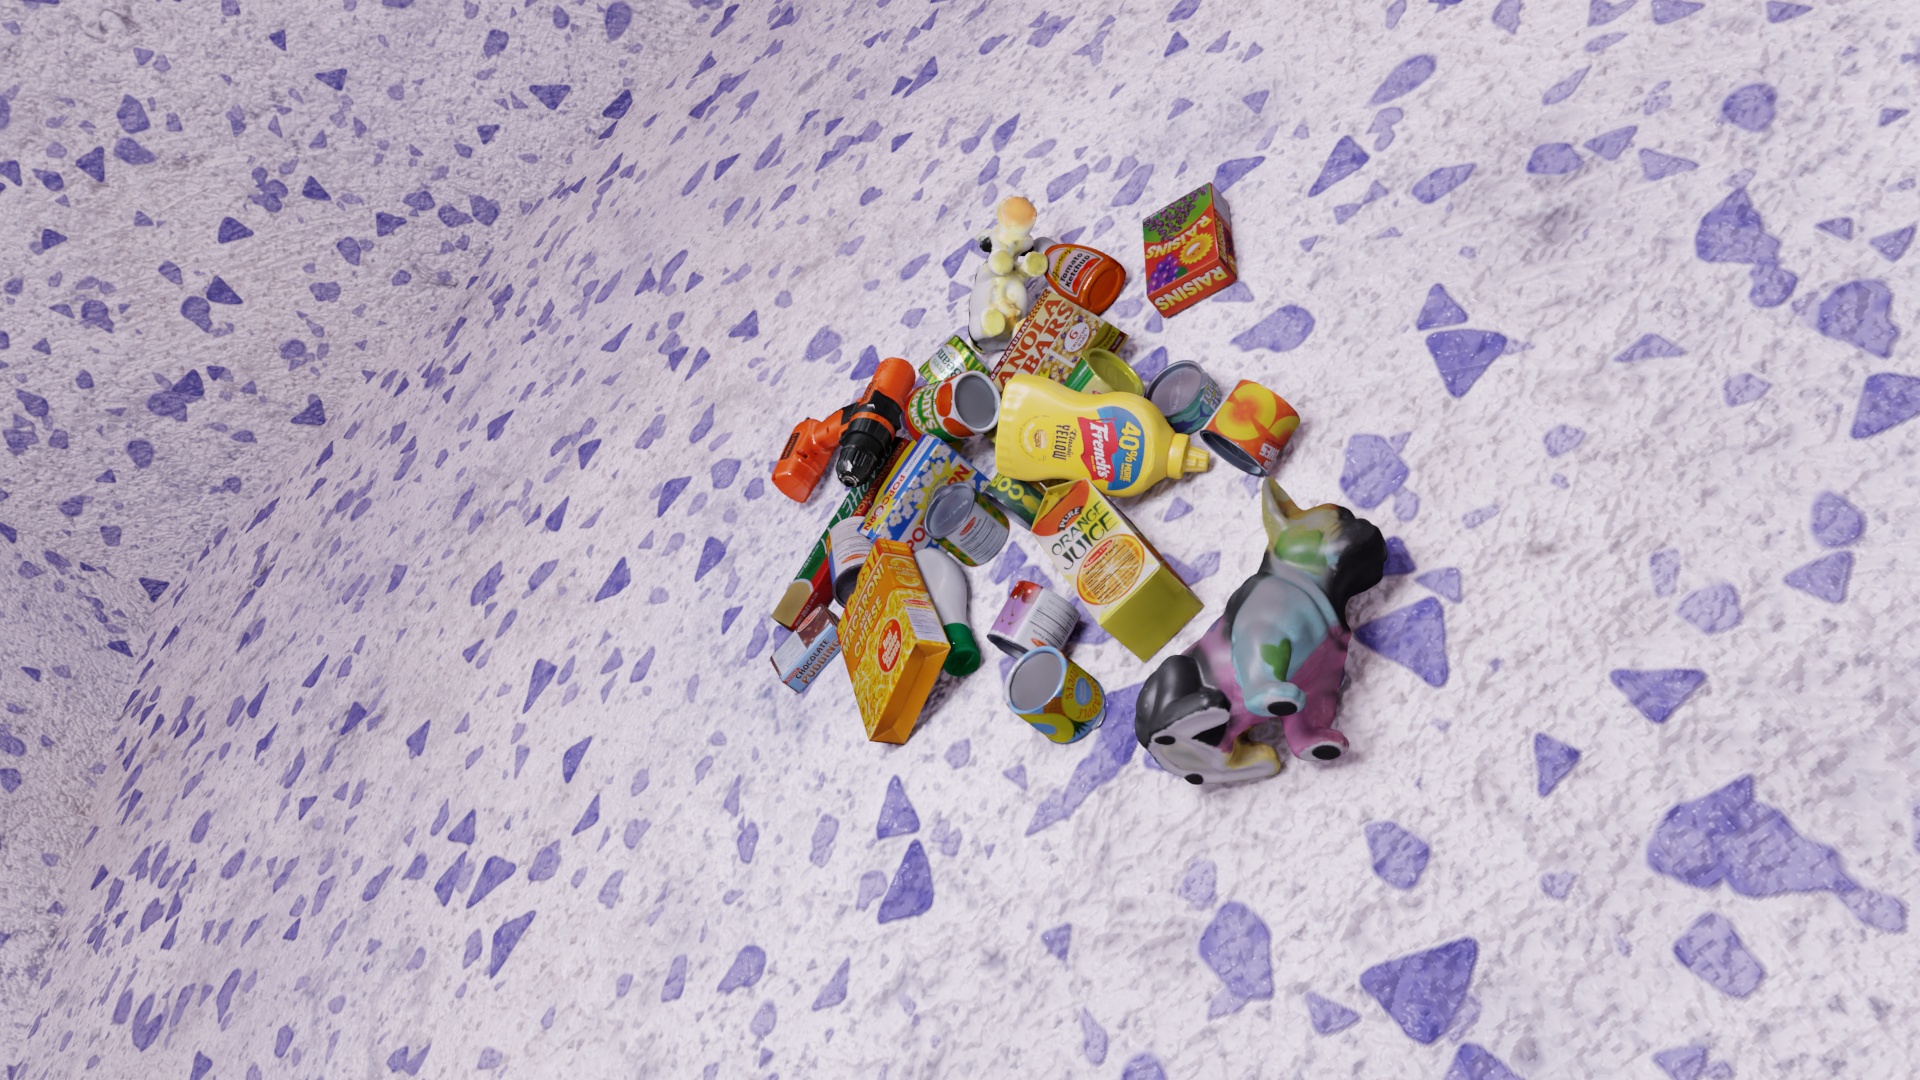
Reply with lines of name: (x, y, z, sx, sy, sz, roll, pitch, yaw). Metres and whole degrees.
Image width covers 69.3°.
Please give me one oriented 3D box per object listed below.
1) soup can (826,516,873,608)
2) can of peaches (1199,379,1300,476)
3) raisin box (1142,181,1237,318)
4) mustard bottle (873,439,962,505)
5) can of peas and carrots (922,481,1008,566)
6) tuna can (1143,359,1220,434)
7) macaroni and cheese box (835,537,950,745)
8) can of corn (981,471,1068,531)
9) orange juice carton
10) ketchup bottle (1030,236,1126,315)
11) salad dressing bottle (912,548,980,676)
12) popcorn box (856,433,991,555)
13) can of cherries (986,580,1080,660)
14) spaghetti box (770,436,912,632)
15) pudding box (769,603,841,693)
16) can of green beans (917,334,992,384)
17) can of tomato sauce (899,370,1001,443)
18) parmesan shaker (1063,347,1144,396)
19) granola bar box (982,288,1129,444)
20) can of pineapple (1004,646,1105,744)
soup can: (-0.104, 0.027, 1.457, 0.071, 0.071, 0.084, -38, 35, 17)
can of peaches: (0.251, -0.096, 1.192, 0.058, 0.071, 0.071, -54, 36, -5)
raisin box: (0.230, -0.294, 1.406, 0.086, 0.040, 0.124, -25, 42, 30)
mustard bottle: (-0.034, -0.082, 1.491, 0.065, 0.048, 0.160, 11, 67, 52)
can of peas and carrots: (0.005, -0.017, 1.385, 0.070, 0.058, 0.071, -28, 41, 28)
tuna can: (0.208, -0.133, 1.294, 0.071, 0.032, 0.071, -27, 42, 28)
macaroni and cheese box: (-0.069, 0.095, 1.341, 0.123, 0.040, 0.167, -65, 29, 27)
can of corn: (0.062, -0.051, 1.344, 0.058, 0.071, 0.071, -53, 36, -5)
orange juice carton: (0.126, 0.013, 1.221, 0.073, 0.071, 0.193, -44, 37, 8)
ketchup bottle: (0.121, -0.296, 1.518, 0.064, 0.043, 0.149, -55, 35, 8)
salad dressing bottle: (-0.016, 0.069, 1.346, 0.064, 0.044, 0.148, -46, 37, 20)
popcorn box: (-0.036, -0.034, 1.421, 0.127, 0.085, 0.038, -56, 35, -6)
can of cherries: (0.064, 0.076, 1.237, 0.071, 0.071, 0.058, 13, 69, 51)
spaghetti box: (-0.124, -0.008, 1.538, 0.050, 0.028, 0.250, 17, 72, 53)
pudding box: (-0.159, 0.114, 1.468, 0.083, 0.030, 0.050, -48, 35, 4)
can of green beans: (-0.004, -0.185, 1.534, 0.057, 0.071, 0.071, -43, 37, 10)
can of tomato sauce: (-0.010, -0.135, 1.427, 0.083, 0.071, 0.071, -12, 51, 51)
parmesan shaker: (0.117, -0.126, 1.327, 0.102, 0.071, 0.072, -52, 31, 34)
granola bar box: (0.084, -0.167, 1.427, 0.165, 0.039, 0.124, -57, 36, 7)
can of pineapple: (0.081, 0.131, 1.178, 0.071, 0.057, 0.071, -27, 42, 28)
